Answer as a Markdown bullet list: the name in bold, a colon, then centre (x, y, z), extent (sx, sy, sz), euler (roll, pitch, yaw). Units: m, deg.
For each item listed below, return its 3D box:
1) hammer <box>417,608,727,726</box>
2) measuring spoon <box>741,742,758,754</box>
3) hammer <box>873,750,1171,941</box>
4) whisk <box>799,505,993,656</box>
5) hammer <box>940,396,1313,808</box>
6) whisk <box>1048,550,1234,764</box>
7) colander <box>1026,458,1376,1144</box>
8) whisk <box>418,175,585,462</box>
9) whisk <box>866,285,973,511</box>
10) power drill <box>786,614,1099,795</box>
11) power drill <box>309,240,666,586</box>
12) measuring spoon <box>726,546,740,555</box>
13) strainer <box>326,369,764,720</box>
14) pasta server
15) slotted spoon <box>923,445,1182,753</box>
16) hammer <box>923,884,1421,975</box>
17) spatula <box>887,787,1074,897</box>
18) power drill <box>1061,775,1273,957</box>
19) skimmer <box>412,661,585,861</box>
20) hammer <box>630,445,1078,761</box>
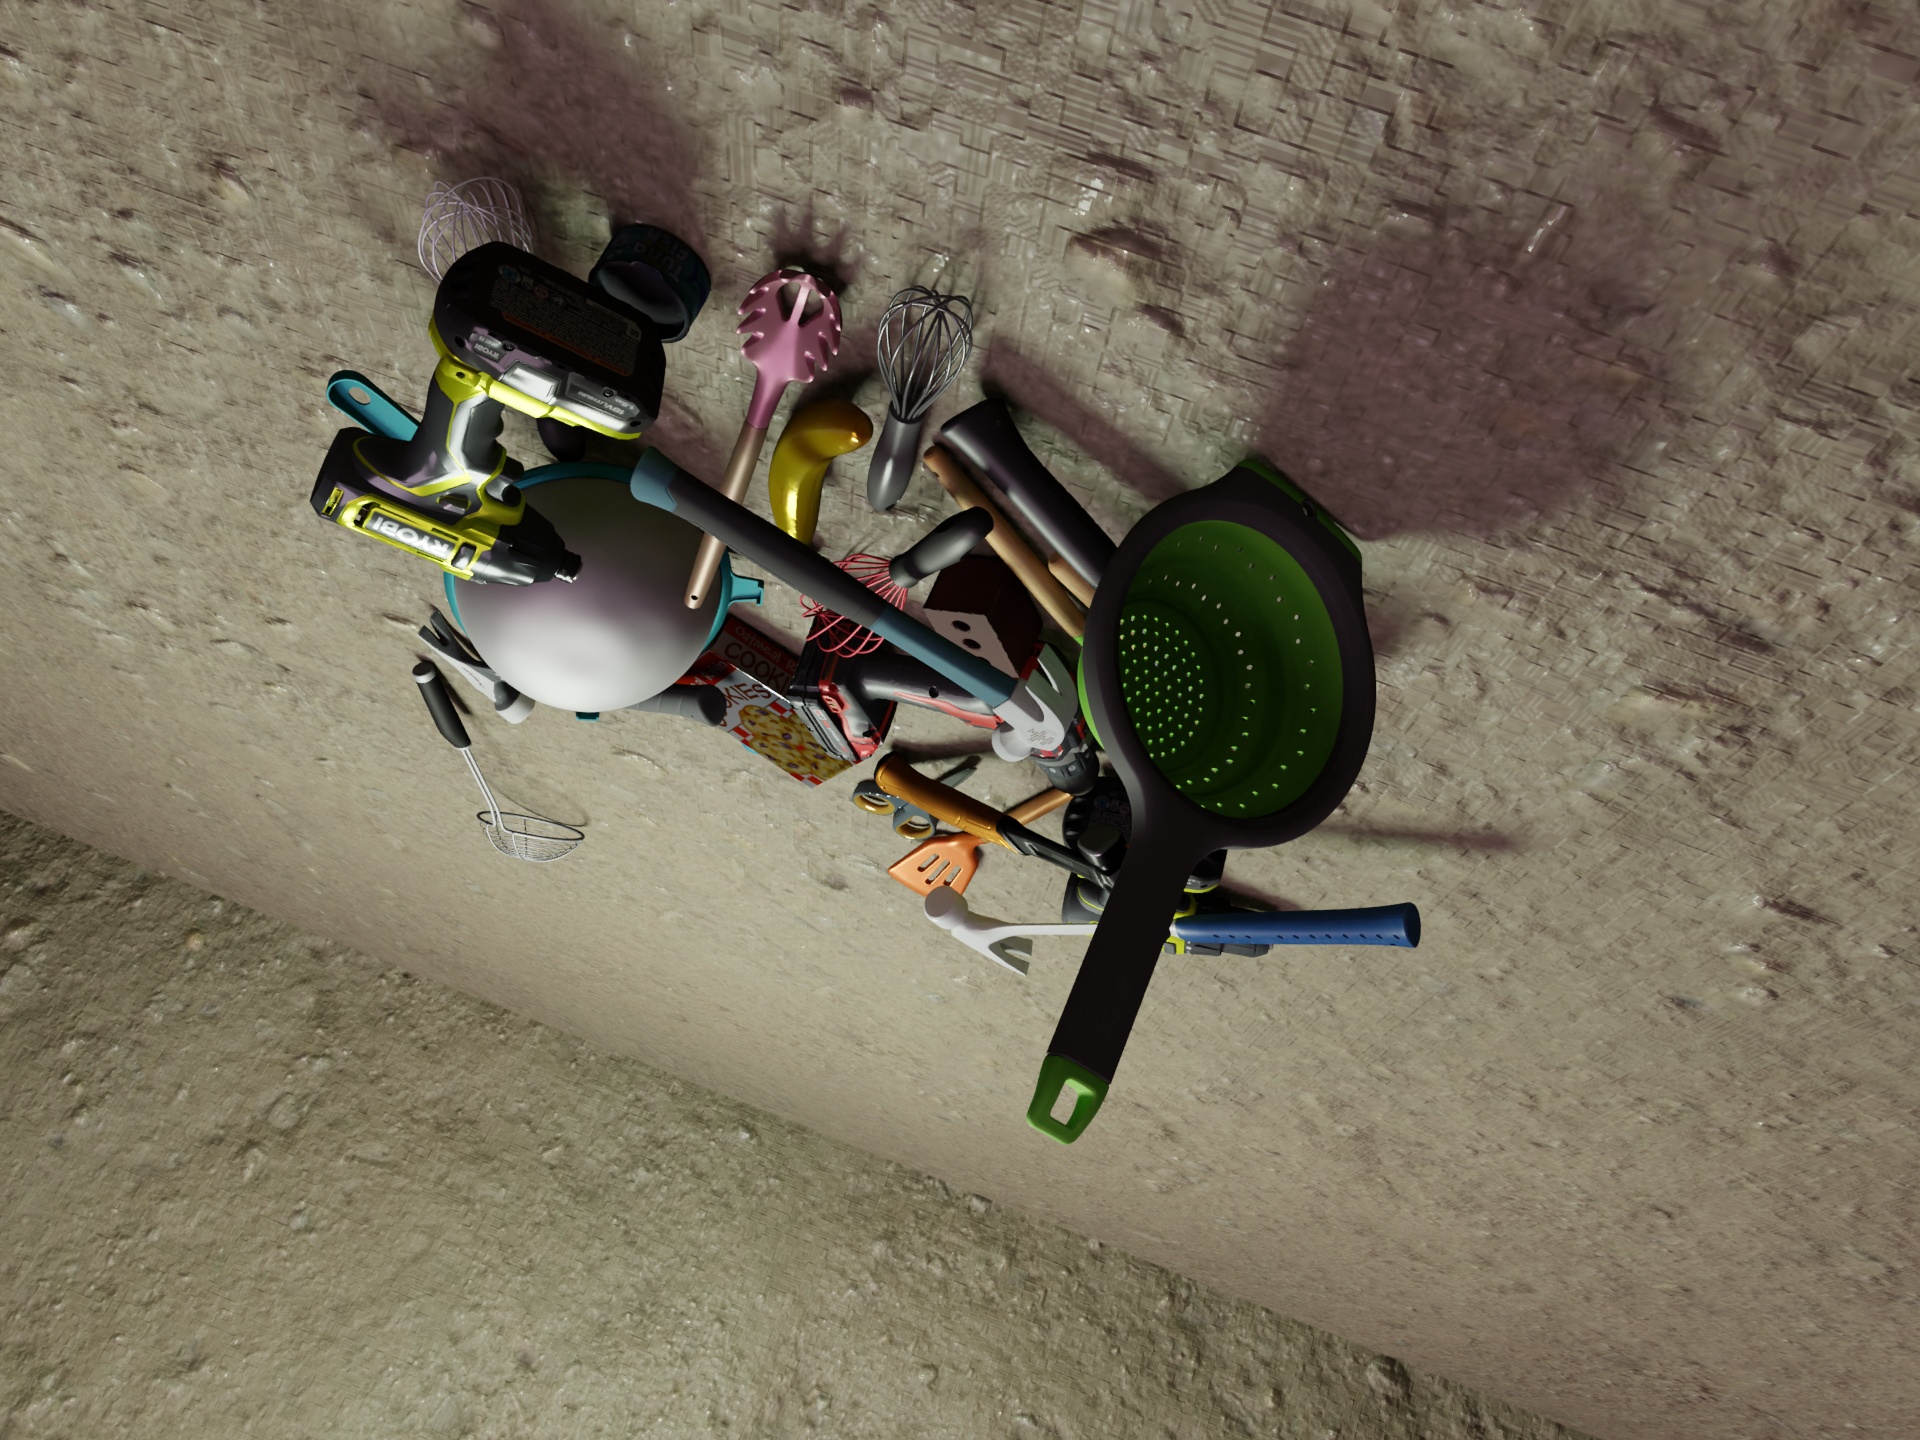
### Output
- **hammer**: centre (-0.349, -0.035, 1.443), extent (0.409, 0.036, 0.149), euler (7, 149, 44)
- **measuring spoon**: centre (-0.153, 0.025, 1.475), extent (0.129, 0.021, 0.042), euler (8, 150, 26)
- **hammer**: centre (0.036, 0.094, 1.316), extent (0.337, 0.034, 0.127), euler (23, 148, 50)
- **whisk**: centre (-0.045, -0.096, 1.077), extent (0.073, 0.073, 0.296), euler (31, 161, -16)
- **hammer**: centre (0.107, -0.072, 0.996), extent (0.334, 0.146, 0.035), euler (44, 144, -22)
- **whisk**: centre (0.145, -0.036, 1.109), extent (0.244, 0.051, 0.047), euler (40, 155, -26)
- **colander**: centre (0.104, 0.043, 0.894), extent (0.204, 0.397, 0.094), euler (35, 157, -23)
- **whisk**: centre (-0.287, -0.246, 1.034), extent (0.070, 0.070, 0.284), euler (18, 158, 8)
- **whisk**: centre (-0.034, -0.186, 0.963), extent (0.055, 0.055, 0.239), euler (23, 157, -1)
- **power drill**: centre (-0.002, -0.004, 1.248), extent (0.227, 0.080, 0.187), euler (7, 154, 21)
- **power drill**: centre (-0.280, -0.171, 0.980), extent (0.171, 0.080, 0.223), euler (23, 138, -28)
- **measuring spoon**: centre (-0.160, -0.135, 1.196), extent (0.124, 0.018, 0.034), euler (19, 152, 22)
- **strainer**: centre (-0.308, -0.111, 1.122), extent (0.211, 0.095, 0.340), euler (-33, 131, 18)
- **pasta server**: centre (-0.138, -0.167, 1.013), extent (0.060, 0.040, 0.316), euler (21, 140, -9)
- **slotted spoon**: centre (0.070, -0.079, 1.100), extent (0.313, 0.031, 0.070), euler (46, 166, -35)
- **hammer**: centre (0.175, 0.173, 1.317), extent (0.405, 0.035, 0.143), euler (-5, 150, 31)
- **spatula**: centre (0.032, 0.108, 1.468), extent (0.081, 0.041, 0.322), euler (30, 152, -14)
- **power drill**: centre (0.179, 0.141, 1.377), extent (0.190, 0.080, 0.228), euler (10, 154, 15)
- **skimmer**: centre (-0.525, 0.044, 1.794), extent (0.127, 0.090, 0.362), euler (15, 143, 20)
- **hammer**: centre (-0.066, -0.075, 1.032), extent (0.331, 0.033, 0.128), euler (31, 157, -13)
